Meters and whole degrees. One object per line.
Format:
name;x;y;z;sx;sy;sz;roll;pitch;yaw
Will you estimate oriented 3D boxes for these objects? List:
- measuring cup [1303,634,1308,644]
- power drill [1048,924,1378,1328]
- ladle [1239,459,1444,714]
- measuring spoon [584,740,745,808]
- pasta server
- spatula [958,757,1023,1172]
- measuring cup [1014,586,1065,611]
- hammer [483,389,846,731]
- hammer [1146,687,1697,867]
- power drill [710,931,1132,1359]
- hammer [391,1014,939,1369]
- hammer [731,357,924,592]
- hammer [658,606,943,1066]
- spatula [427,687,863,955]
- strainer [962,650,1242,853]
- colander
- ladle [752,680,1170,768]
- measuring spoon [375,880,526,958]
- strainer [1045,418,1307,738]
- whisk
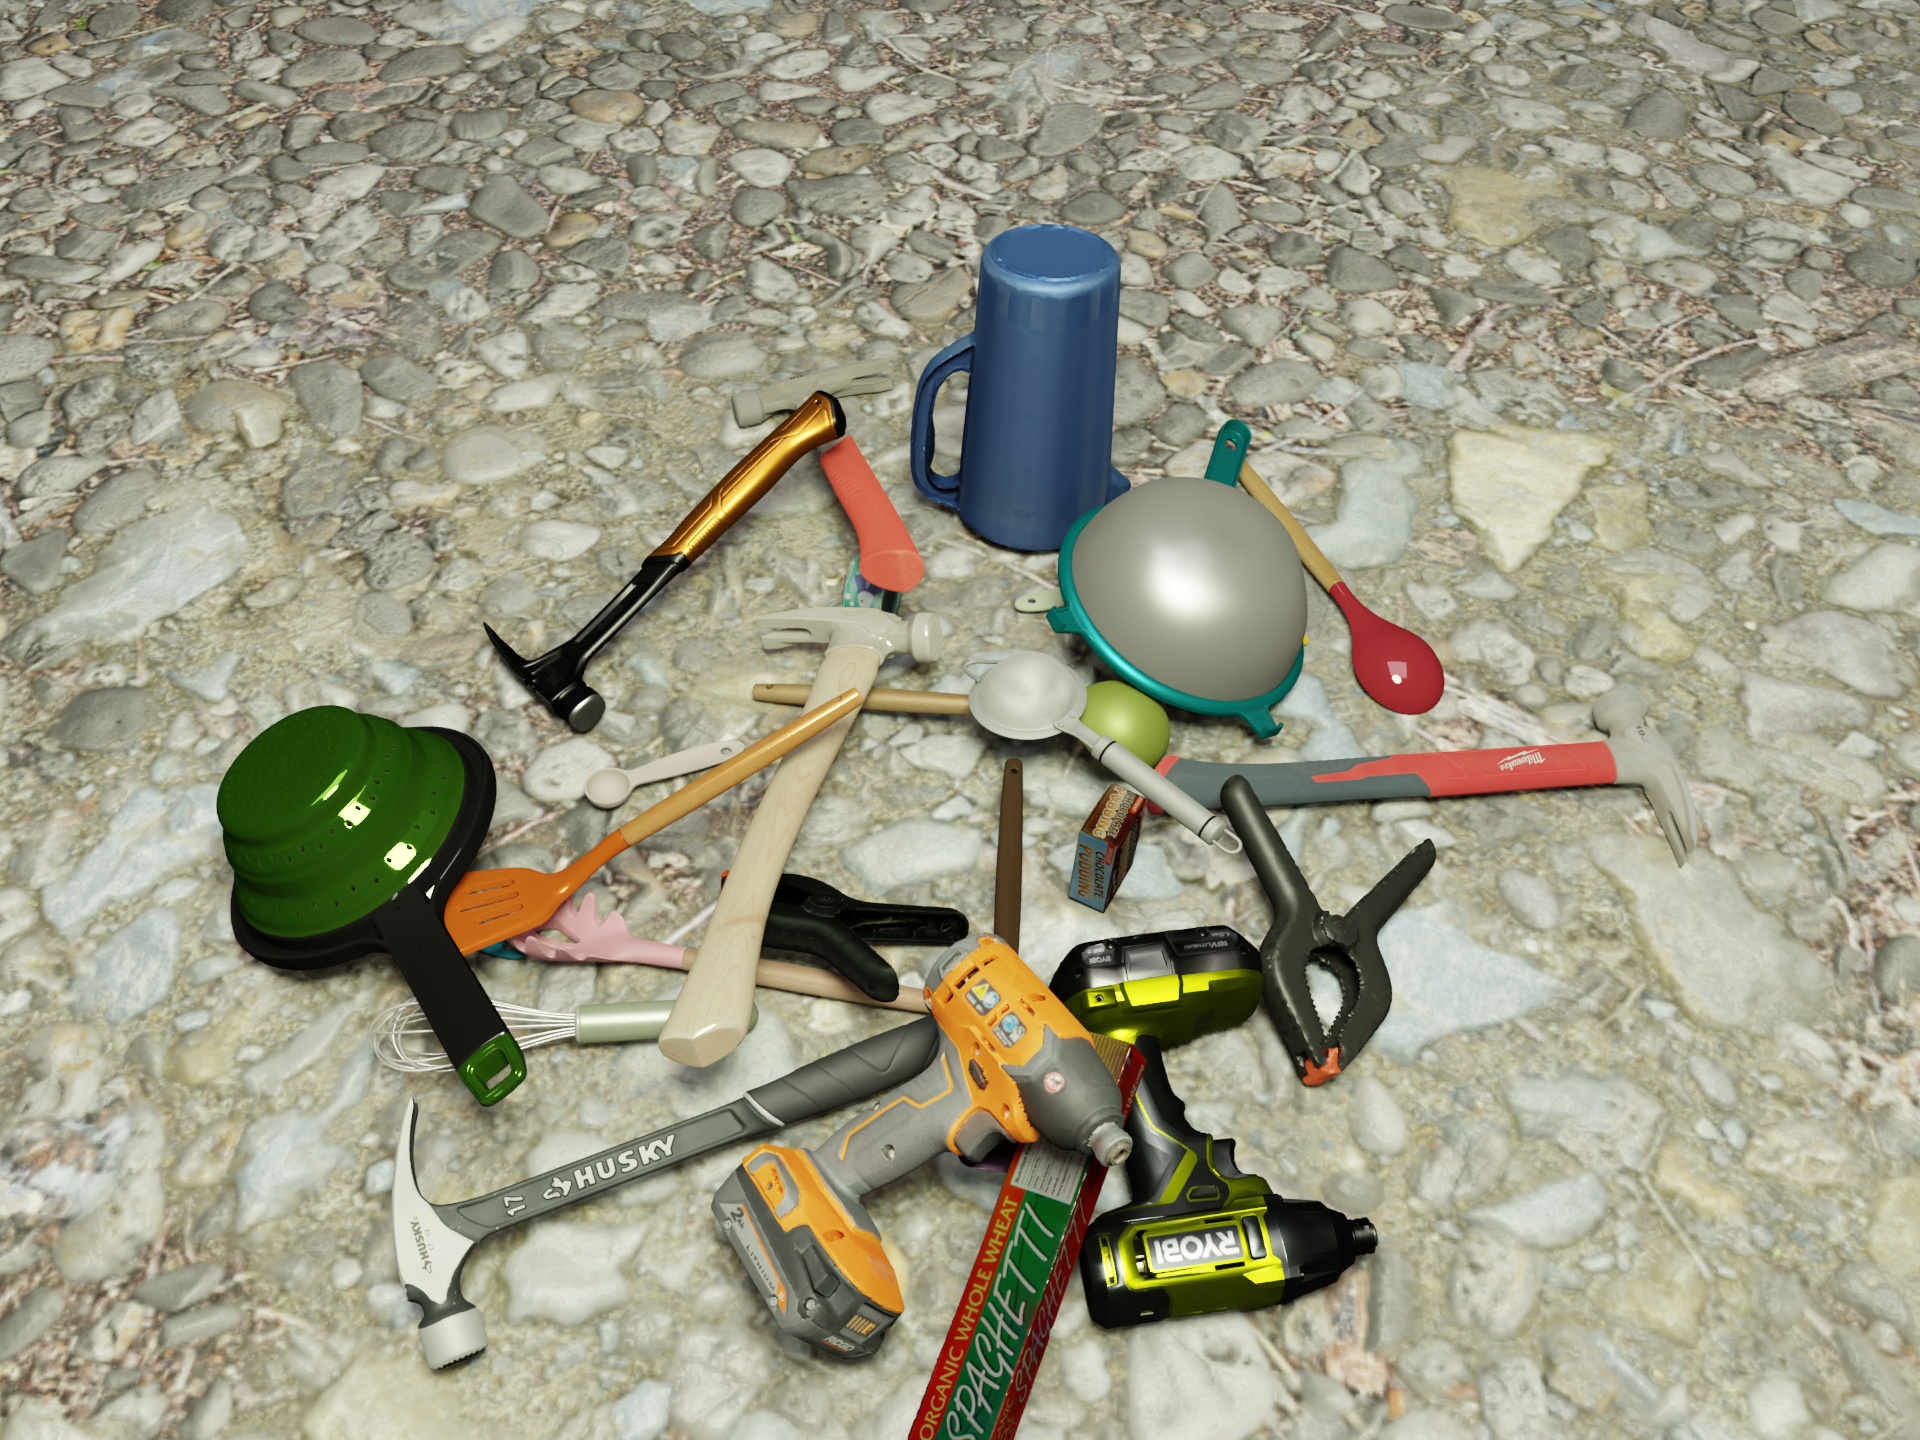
measuring cup;0.200;-0.070;1.270;0.156;0.029;0.062;10;51;-7
power drill;0.145;0.244;0.970;0.171;0.080;0.223;-7;54;-5
ladle;0.298;-0.125;1.310;0.069;0.031;0.316;-17;51;-14
measuring spoon;-0.218;0.040;1.181;0.124;0.018;0.034;-18;52;-23
pasta server;-0.158;0.159;1.063;0.316;0.040;0.060;9;36;6
spatula;0.032;0.148;1.039;0.059;0.018;0.316;9;48;-6
measuring cup;0.123;-0.122;1.296;0.167;0.038;0.083;-14;52;-14
hammer;-0.221;-0.144;1.259;0.127;0.034;0.337;37;76;27
hammer;0.329;0.052;1.153;0.386;0.038;0.143;-4;52;-3
power drill;-0.016;0.247;0.896;0.226;0.084;0.164;-44;46;-3
hammer;-0.142;0.242;0.976;0.409;0.036;0.149;-18;74;-19
hammer;-0.085;-0.210;1.319;0.149;0.036;0.359;-15;37;-11
hammer;-0.129;0.059;1.090;0.146;0.038;0.411;2;42;16
spatula;-0.208;0.061;1.066;0.322;0.041;0.081;-32;45;-5
strainer;0.096;0.014;1.118;0.259;0.050;0.087;38;59;26
colander;-0.379;0.096;1.013;0.204;0.094;0.398;-39;46;-12
ladle;-0.002;-0.004;1.205;0.320;0.062;0.078;4;47;12
measuring spoon;-0.353;0.134;1.092;0.129;0.021;0.042;18;52;16
strainer;0.205;-0.157;1.243;0.211;0.095;0.341;27;49;-5
whisk;-0.254;0.198;1.027;0.246;0.059;0.058;-2;33;-8
